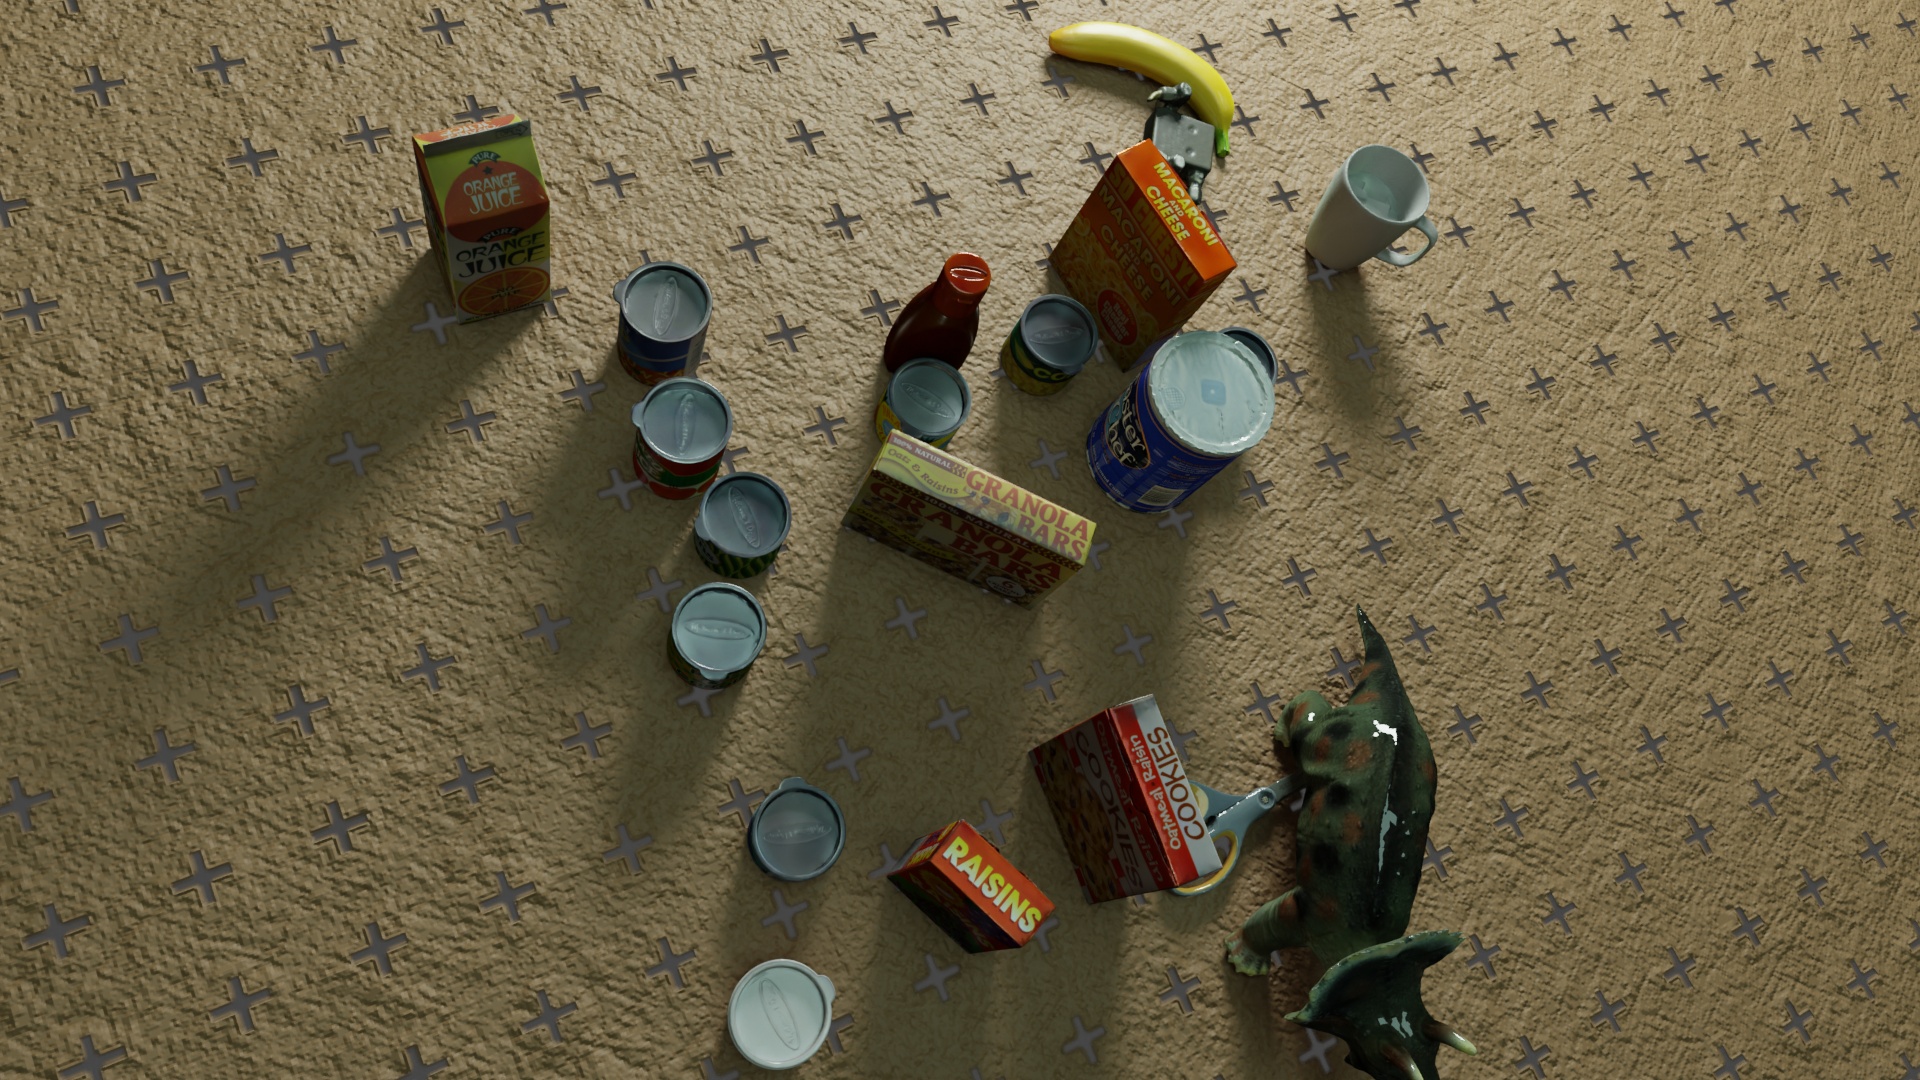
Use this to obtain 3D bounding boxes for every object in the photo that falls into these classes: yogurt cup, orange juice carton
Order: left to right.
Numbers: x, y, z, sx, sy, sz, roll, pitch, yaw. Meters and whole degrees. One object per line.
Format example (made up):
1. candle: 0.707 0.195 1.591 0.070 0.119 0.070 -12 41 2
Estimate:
1. orange juice carton: -0.334 -0.232 0.976 0.072 0.192 0.073 -20 79 -21
2. yogurt cup: -0.123 0.315 0.925 0.072 0.053 0.072 5 71 -15

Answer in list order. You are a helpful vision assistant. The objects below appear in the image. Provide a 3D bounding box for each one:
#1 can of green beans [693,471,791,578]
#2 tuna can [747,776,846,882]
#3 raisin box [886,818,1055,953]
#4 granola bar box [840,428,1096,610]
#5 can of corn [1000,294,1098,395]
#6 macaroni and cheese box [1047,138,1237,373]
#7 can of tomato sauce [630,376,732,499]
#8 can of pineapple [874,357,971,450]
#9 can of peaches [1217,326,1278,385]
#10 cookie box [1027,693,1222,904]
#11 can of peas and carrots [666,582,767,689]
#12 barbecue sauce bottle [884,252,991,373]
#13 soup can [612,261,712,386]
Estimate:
1. can of green beans: -0.162 -0.010 1.024 0.071 0.057 0.071 5 71 -15
2. tuna can: -0.116 0.204 0.977 0.071 0.032 0.071 5 71 -15
3. raisin box: 0.005 0.239 0.951 0.086 0.123 0.040 43 66 1
4. granola bar box: 0.004 -0.013 1.036 0.165 0.123 0.039 25 67 -7
5. can of corn: 0.073 -0.157 1.142 0.071 0.058 0.071 5 71 -15
6. macaroni and cheese box: 0.144 -0.227 1.127 0.040 0.166 0.124 -30 82 -23
7. can of tomato sauce: -0.207 -0.073 1.018 0.071 0.082 0.071 5 71 -15
8. can of pineapple: -0.032 -0.101 1.092 0.071 0.057 0.071 5 71 -15
9. can of peaches: 0.226 -0.138 1.180 0.071 0.058 0.071 5 71 -15
10. cookie box: 0.110 0.186 0.975 0.040 0.167 0.123 -17 78 -21
11. can of peas and carrots: -0.175 0.072 0.991 0.071 0.058 0.071 5 71 -15
12. barbecue sauce bottle: -0.014 -0.171 1.072 0.065 0.148 0.044 6 71 -14
13. soup can: -0.226 -0.162 1.042 0.071 0.083 0.071 5 71 -15
